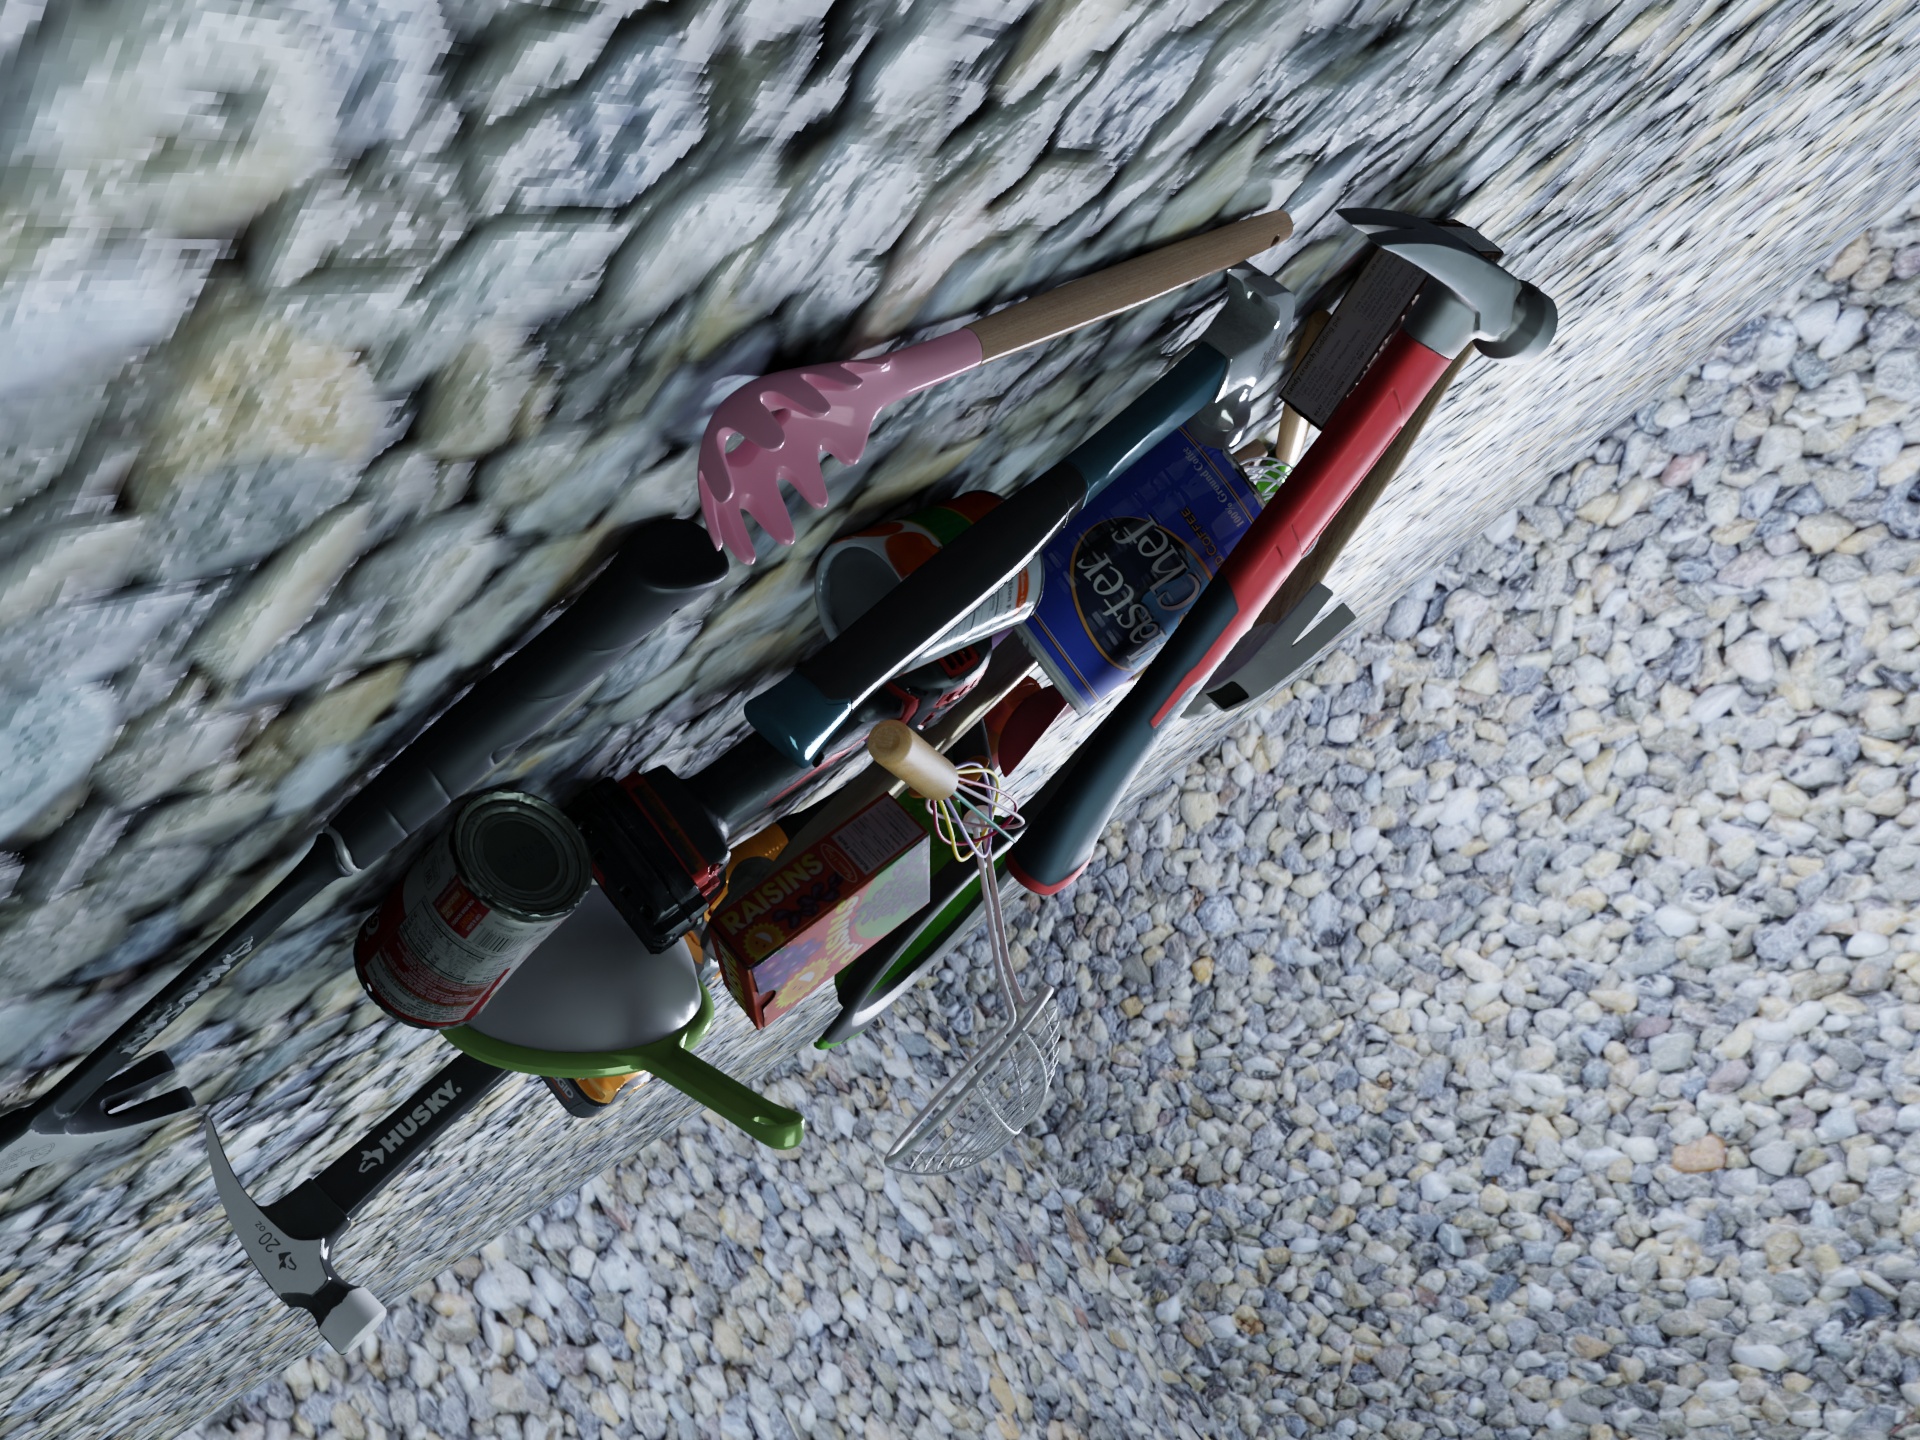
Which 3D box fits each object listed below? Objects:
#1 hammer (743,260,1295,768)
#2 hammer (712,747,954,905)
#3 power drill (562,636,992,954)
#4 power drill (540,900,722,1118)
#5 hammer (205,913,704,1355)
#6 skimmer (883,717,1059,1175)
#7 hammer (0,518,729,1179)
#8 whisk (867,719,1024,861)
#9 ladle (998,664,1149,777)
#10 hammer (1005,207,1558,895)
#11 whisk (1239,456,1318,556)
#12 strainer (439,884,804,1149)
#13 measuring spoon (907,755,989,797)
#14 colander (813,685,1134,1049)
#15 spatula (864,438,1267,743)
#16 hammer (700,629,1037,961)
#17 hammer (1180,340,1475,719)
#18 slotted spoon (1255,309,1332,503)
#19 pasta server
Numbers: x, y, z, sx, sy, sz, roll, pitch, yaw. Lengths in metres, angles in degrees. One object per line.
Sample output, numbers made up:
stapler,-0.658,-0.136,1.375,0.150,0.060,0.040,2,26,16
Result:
hammer,0.036,-0.088,0.661,0.331,0.033,0.128,-42,163,-28
hammer,-0.134,0.088,1.105,0.337,0.034,0.127,-32,169,-17
power drill,-0.090,0.022,0.830,0.227,0.080,0.188,-37,178,-17
power drill,-0.214,0.203,1.257,0.226,0.084,0.185,-46,168,27
hammer,-0.280,0.195,0.945,0.335,0.146,0.035,-43,172,-33
skimmer,-0.006,0.097,0.944,0.090,0.364,0.127,19,130,-26
hammer,-0.245,0.061,0.609,0.409,0.036,0.149,-38,171,14
whisk,-0.007,0.038,0.812,0.047,0.051,0.244,-39,163,2
ladle,0.118,-0.035,0.999,0.315,0.031,0.069,-27,162,-47
hammer,0.123,-0.061,0.772,0.143,0.038,0.386,9,126,-43
whisk,0.133,-0.085,1.032,0.070,0.070,0.284,-28,173,-37
strainer,-0.168,0.142,0.825,0.151,0.256,0.069,-8,110,-47
measuring spoon,-0.012,0.034,0.971,0.021,0.011,0.117,-56,-165,-19
colander,0.013,0.055,1.115,0.397,0.094,0.204,-48,168,5
spatula,0.064,-0.081,1.015,0.316,0.018,0.059,-36,153,3
hammer,-0.002,-0.003,0.951,0.410,0.038,0.146,-44,-170,10
hammer,0.249,-0.139,1.002,0.331,0.031,0.130,-54,-168,-21
slotted spoon,0.207,-0.179,0.995,0.313,0.031,0.070,65,35,-76
pasta server,0.027,-0.138,0.578,0.316,0.040,0.060,-30,158,-34
